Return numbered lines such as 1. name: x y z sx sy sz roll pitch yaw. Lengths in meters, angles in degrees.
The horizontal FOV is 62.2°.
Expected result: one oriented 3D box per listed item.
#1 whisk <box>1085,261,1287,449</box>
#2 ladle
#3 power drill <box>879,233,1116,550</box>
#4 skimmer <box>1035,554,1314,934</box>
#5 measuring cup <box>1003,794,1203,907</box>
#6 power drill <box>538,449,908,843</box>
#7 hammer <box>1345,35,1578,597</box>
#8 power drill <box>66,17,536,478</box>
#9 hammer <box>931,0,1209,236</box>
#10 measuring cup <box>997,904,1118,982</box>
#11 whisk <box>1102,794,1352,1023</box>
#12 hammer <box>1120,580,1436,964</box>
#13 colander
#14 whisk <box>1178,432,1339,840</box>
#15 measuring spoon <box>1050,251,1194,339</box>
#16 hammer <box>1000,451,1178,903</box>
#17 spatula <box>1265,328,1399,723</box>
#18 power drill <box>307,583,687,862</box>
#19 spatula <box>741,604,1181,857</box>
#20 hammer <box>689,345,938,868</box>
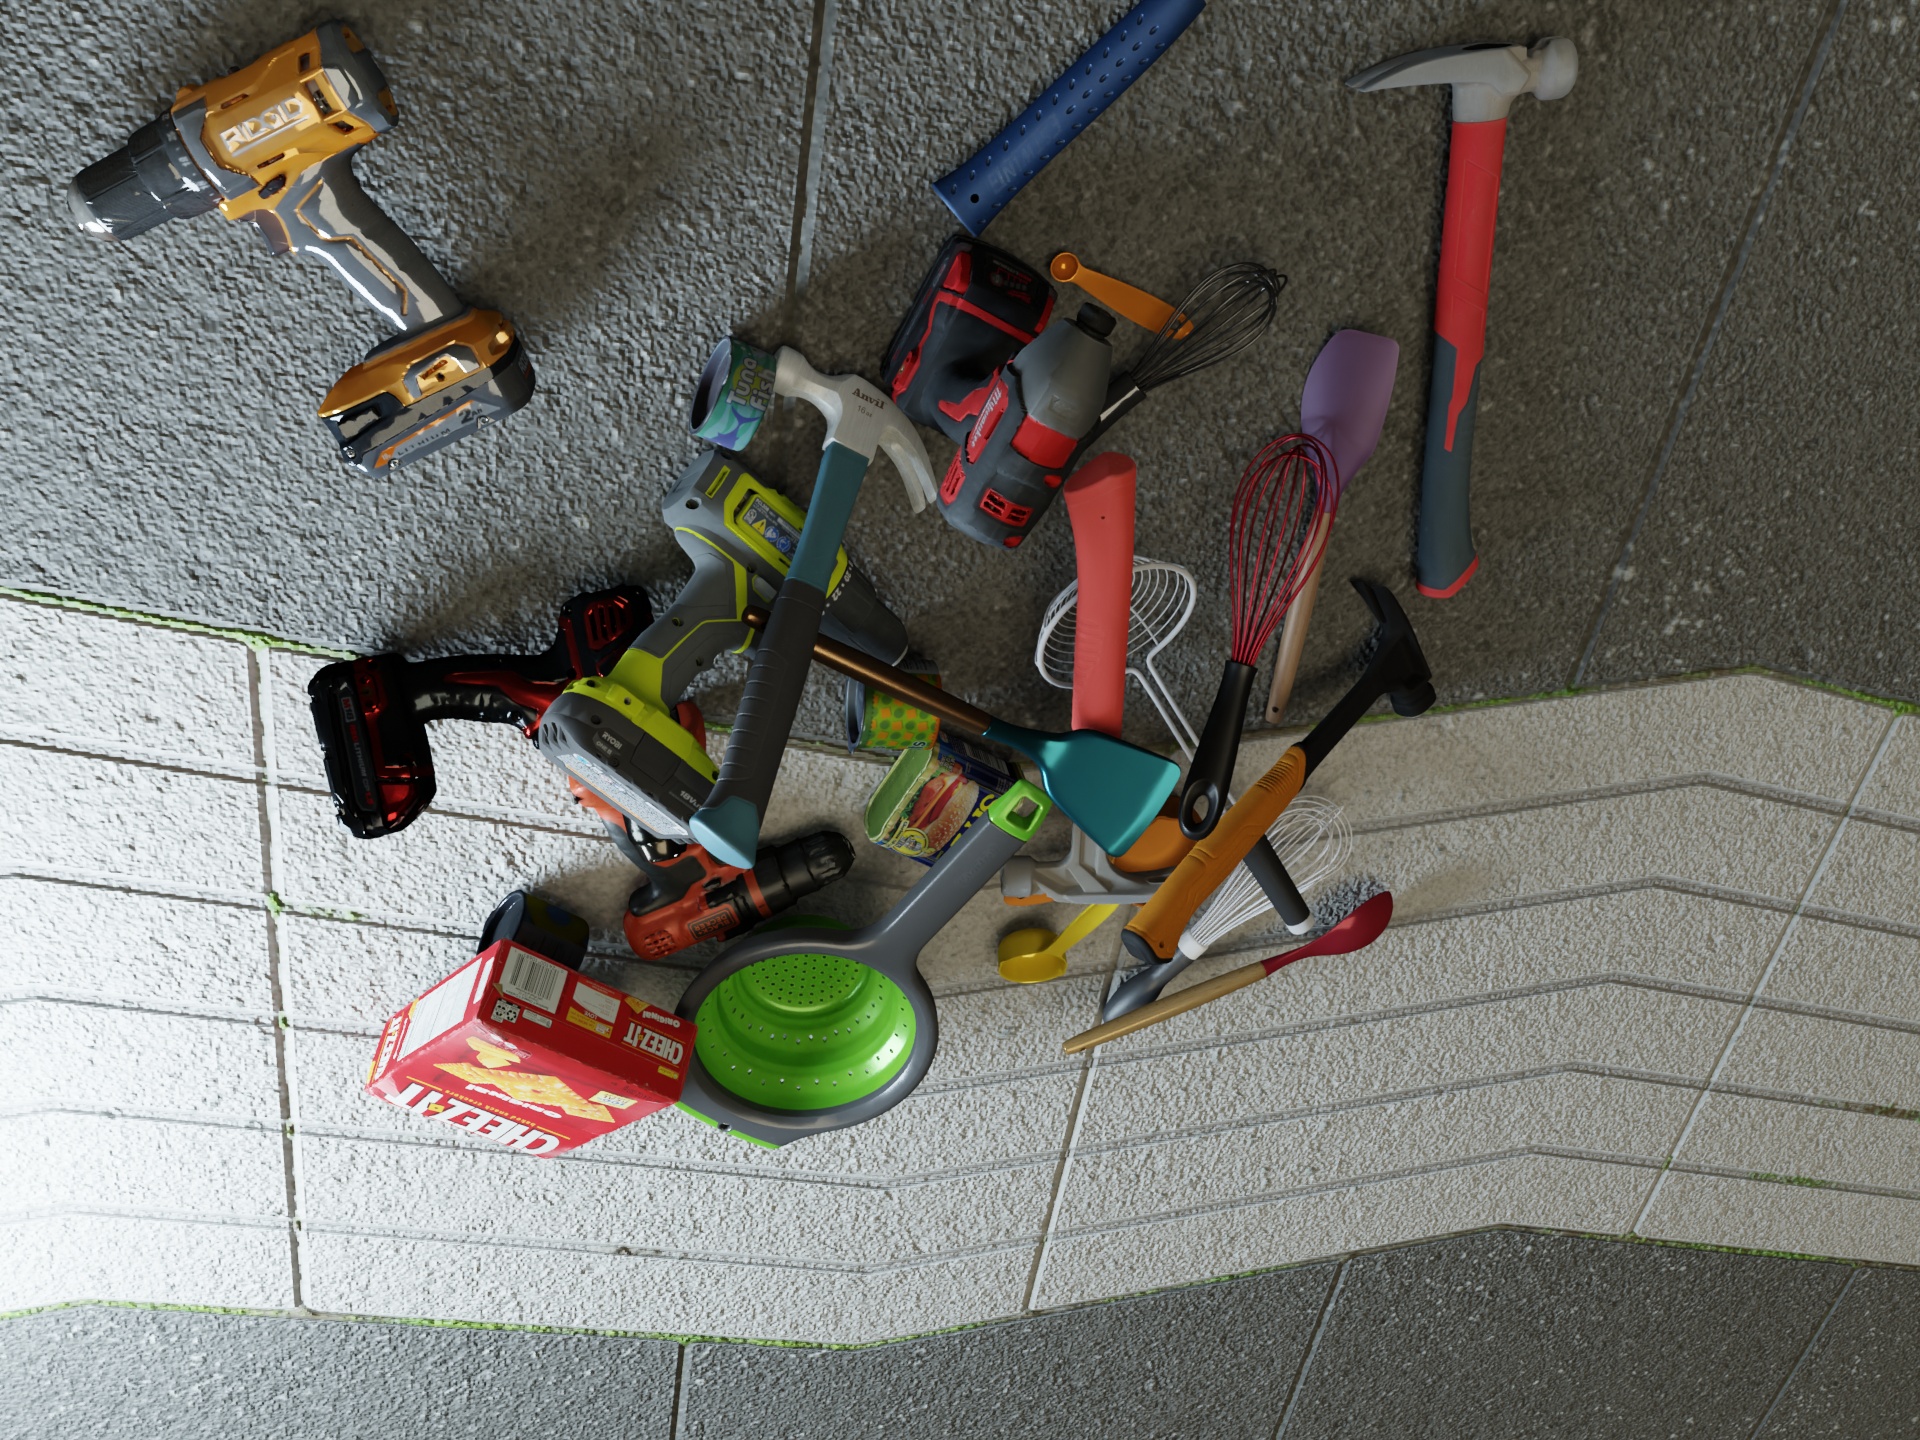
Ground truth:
1. whisk: 0.117 -0.222 1.064 0.239 0.055 0.055 -37 122 17
2. ladle: 0.231 0.218 1.341 0.315 0.031 0.069 -20 147 -9
3. power drill: 0.026 -0.207 0.951 0.078 0.220 0.143 21 114 -24
4. skimmer: 0.180 0.033 1.181 0.127 0.090 0.363 -32 110 5
5. measuring cup: 0.114 0.110 1.267 0.173 0.052 0.095 -13 123 -3
6. power drill: -0.147 -0.036 1.037 0.190 0.080 0.229 40 66 -24
7. hammer: 0.330 -0.259 1.100 0.143 0.038 0.386 -9 122 -6
8. power drill: -0.373 -0.255 0.914 0.185 0.084 0.226 -25 119 3
9. hammer: 0.151 -0.440 0.949 0.405 0.035 0.144 -40 121 12
10. measuring cup: 0.082 0.165 1.274 0.062 0.029 0.156 14 139 -26
11. whisk: 0.215 0.165 1.322 0.070 0.070 0.284 31 114 -27
12. hammer: 0.232 0.046 1.174 0.337 0.034 0.127 -45 125 -19
13. colander: -0.071 0.165 1.215 0.204 0.095 0.397 32 115 -23
14. whisk: 0.203 -0.058 1.120 0.073 0.073 0.296 15 92 -21
15. measuring spoon: 0.108 -0.281 1.053 0.116 0.011 0.021 19 119 -27
16. hammer: 0.105 -0.015 1.106 0.149 0.037 0.358 -1 125 -1
17. spatula: 0.259 -0.133 1.167 0.060 0.018 0.315 16 124 16
18. power drill: -0.297 0.020 1.062 0.226 0.080 0.188 -13 92 -7
19. spatula: -0.002 -0.003 1.052 0.317 0.044 0.082 25 110 -24
20. hammer: -0.101 -0.069 0.982 0.128 0.331 0.033 23 156 -20
